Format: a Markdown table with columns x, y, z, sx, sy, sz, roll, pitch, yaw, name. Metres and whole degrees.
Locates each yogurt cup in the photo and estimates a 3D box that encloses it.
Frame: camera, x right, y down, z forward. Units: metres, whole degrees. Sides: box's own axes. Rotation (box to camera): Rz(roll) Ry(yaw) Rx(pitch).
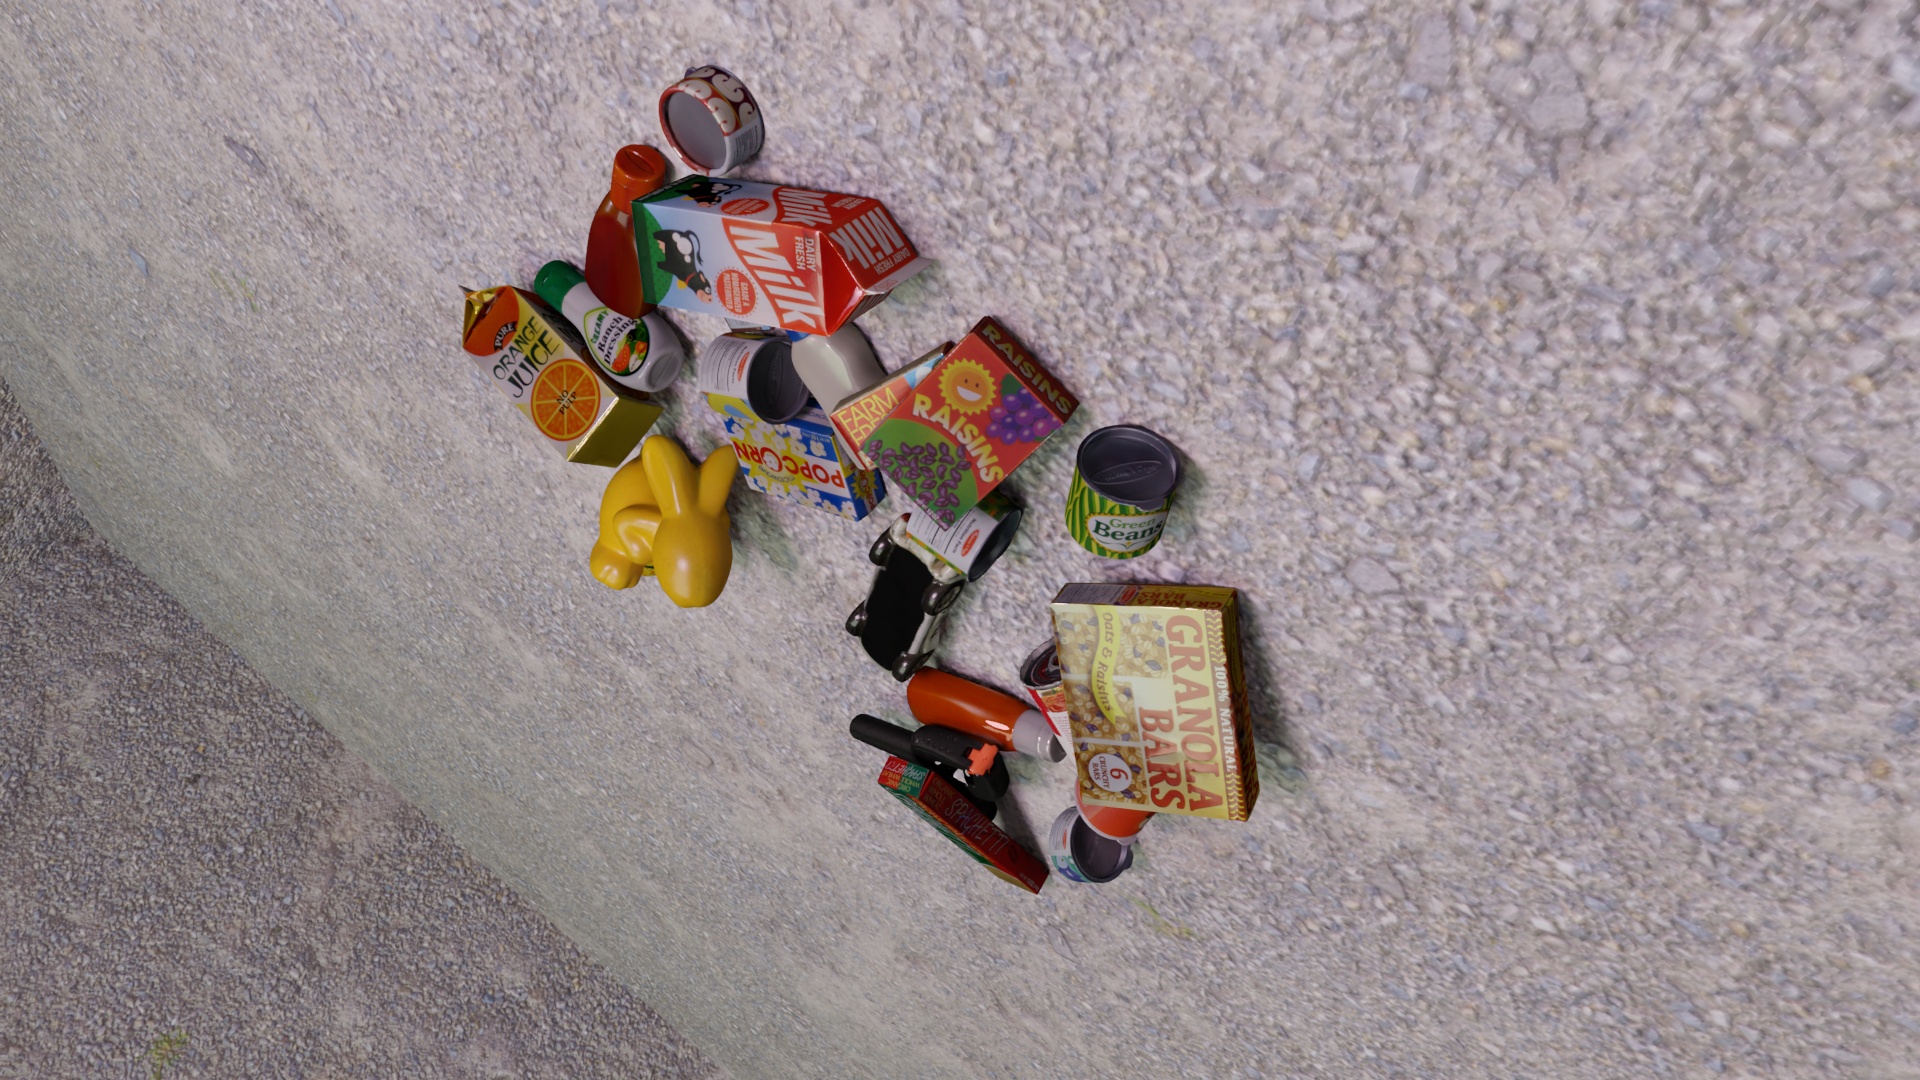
| x | y | z | sx | sy | sz | roll | pitch | yaw | name |
| --- | --- | --- | --- | --- | --- | --- | --- | --- | --- |
| 0.132 | 0.197 | 1.105 | 0.072 | 0.073 | 0.053 | 42 | 139 | 3 | yogurt cup |

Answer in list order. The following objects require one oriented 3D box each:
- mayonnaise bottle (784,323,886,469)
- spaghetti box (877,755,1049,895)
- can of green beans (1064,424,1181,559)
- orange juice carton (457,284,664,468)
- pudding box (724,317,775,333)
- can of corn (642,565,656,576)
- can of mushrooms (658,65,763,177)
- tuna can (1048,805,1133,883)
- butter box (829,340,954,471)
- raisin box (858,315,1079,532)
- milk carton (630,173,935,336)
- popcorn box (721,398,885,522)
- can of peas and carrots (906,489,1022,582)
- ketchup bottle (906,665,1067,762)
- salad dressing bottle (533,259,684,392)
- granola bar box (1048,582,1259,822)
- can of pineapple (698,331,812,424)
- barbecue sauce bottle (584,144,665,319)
| x | y | z | sx | sy | sz | roll | pitch | yaw | name |
| --- | --- | --- | --- | --- | --- | --- | --- | --- | --- |
| -0.086 | -0.123 | 1.006 | 0.064 | 0.041 | 0.147 | -13 | 116 | 44 | mayonnaise bottle |
| 0.007 | 0.262 | 1.265 | 0.050 | 0.029 | 0.249 | 13 | 157 | 38 | spaghetti box |
| 0.102 | -0.030 | 0.882 | 0.071 | 0.071 | 0.057 | 32 | 145 | 18 | can of green beans |
| -0.352 | -0.152 | 1.191 | 0.193 | 0.073 | 0.072 | 44 | -168 | 16 | orange juice carton |
| -0.162 | -0.195 | 1.016 | 0.049 | 0.030 | 0.083 | 5 | 131 | 45 | pudding box |
| -0.294 | -0.002 | 1.334 | 0.071 | 0.071 | 0.058 | 47 | 148 | -5 | can of corn |
| -0.169 | -0.280 | 0.926 | 0.071 | 0.033 | 0.070 | 28 | 144 | 23 | can of mushrooms |
| 0.113 | 0.261 | 1.193 | 0.071 | 0.071 | 0.032 | 53 | 146 | -13 | tuna can |
| -0.036 | -0.092 | 0.964 | 0.103 | 0.024 | 0.053 | -25 | 109 | 28 | butter box |
| 0.005 | -0.076 | 0.919 | 0.086 | 0.040 | 0.123 | 45 | 123 | -5 | raisin box |
| -0.116 | -0.187 | 0.911 | 0.191 | 0.073 | 0.073 | 14 | 124 | 23 | milk carton |
| -0.126 | -0.071 | 1.106 | 0.127 | 0.038 | 0.084 | 17 | 139 | 35 | popcorn box |
| 0.004 | -0.013 | 1.010 | 0.059 | 0.071 | 0.070 | 35 | 146 | 14 | can of peas and carrots |
| 0.025 | 0.152 | 1.184 | 0.149 | 0.044 | 0.064 | 15 | 146 | 37 | ketchup bottle |
| -0.294 | -0.180 | 1.153 | 0.148 | 0.044 | 0.064 | 38 | 104 | 21 | salad dressing bottle |
| 0.136 | 0.111 | 0.967 | 0.124 | 0.039 | 0.164 | 1 | 115 | 26 | granola bar box |
| -0.154 | -0.123 | 1.055 | 0.058 | 0.071 | 0.070 | 13 | 136 | 39 | can of pineapple |
| -0.251 | -0.235 | 1.055 | 0.065 | 0.044 | 0.147 | 40 | 146 | 6 | barbecue sauce bottle |
